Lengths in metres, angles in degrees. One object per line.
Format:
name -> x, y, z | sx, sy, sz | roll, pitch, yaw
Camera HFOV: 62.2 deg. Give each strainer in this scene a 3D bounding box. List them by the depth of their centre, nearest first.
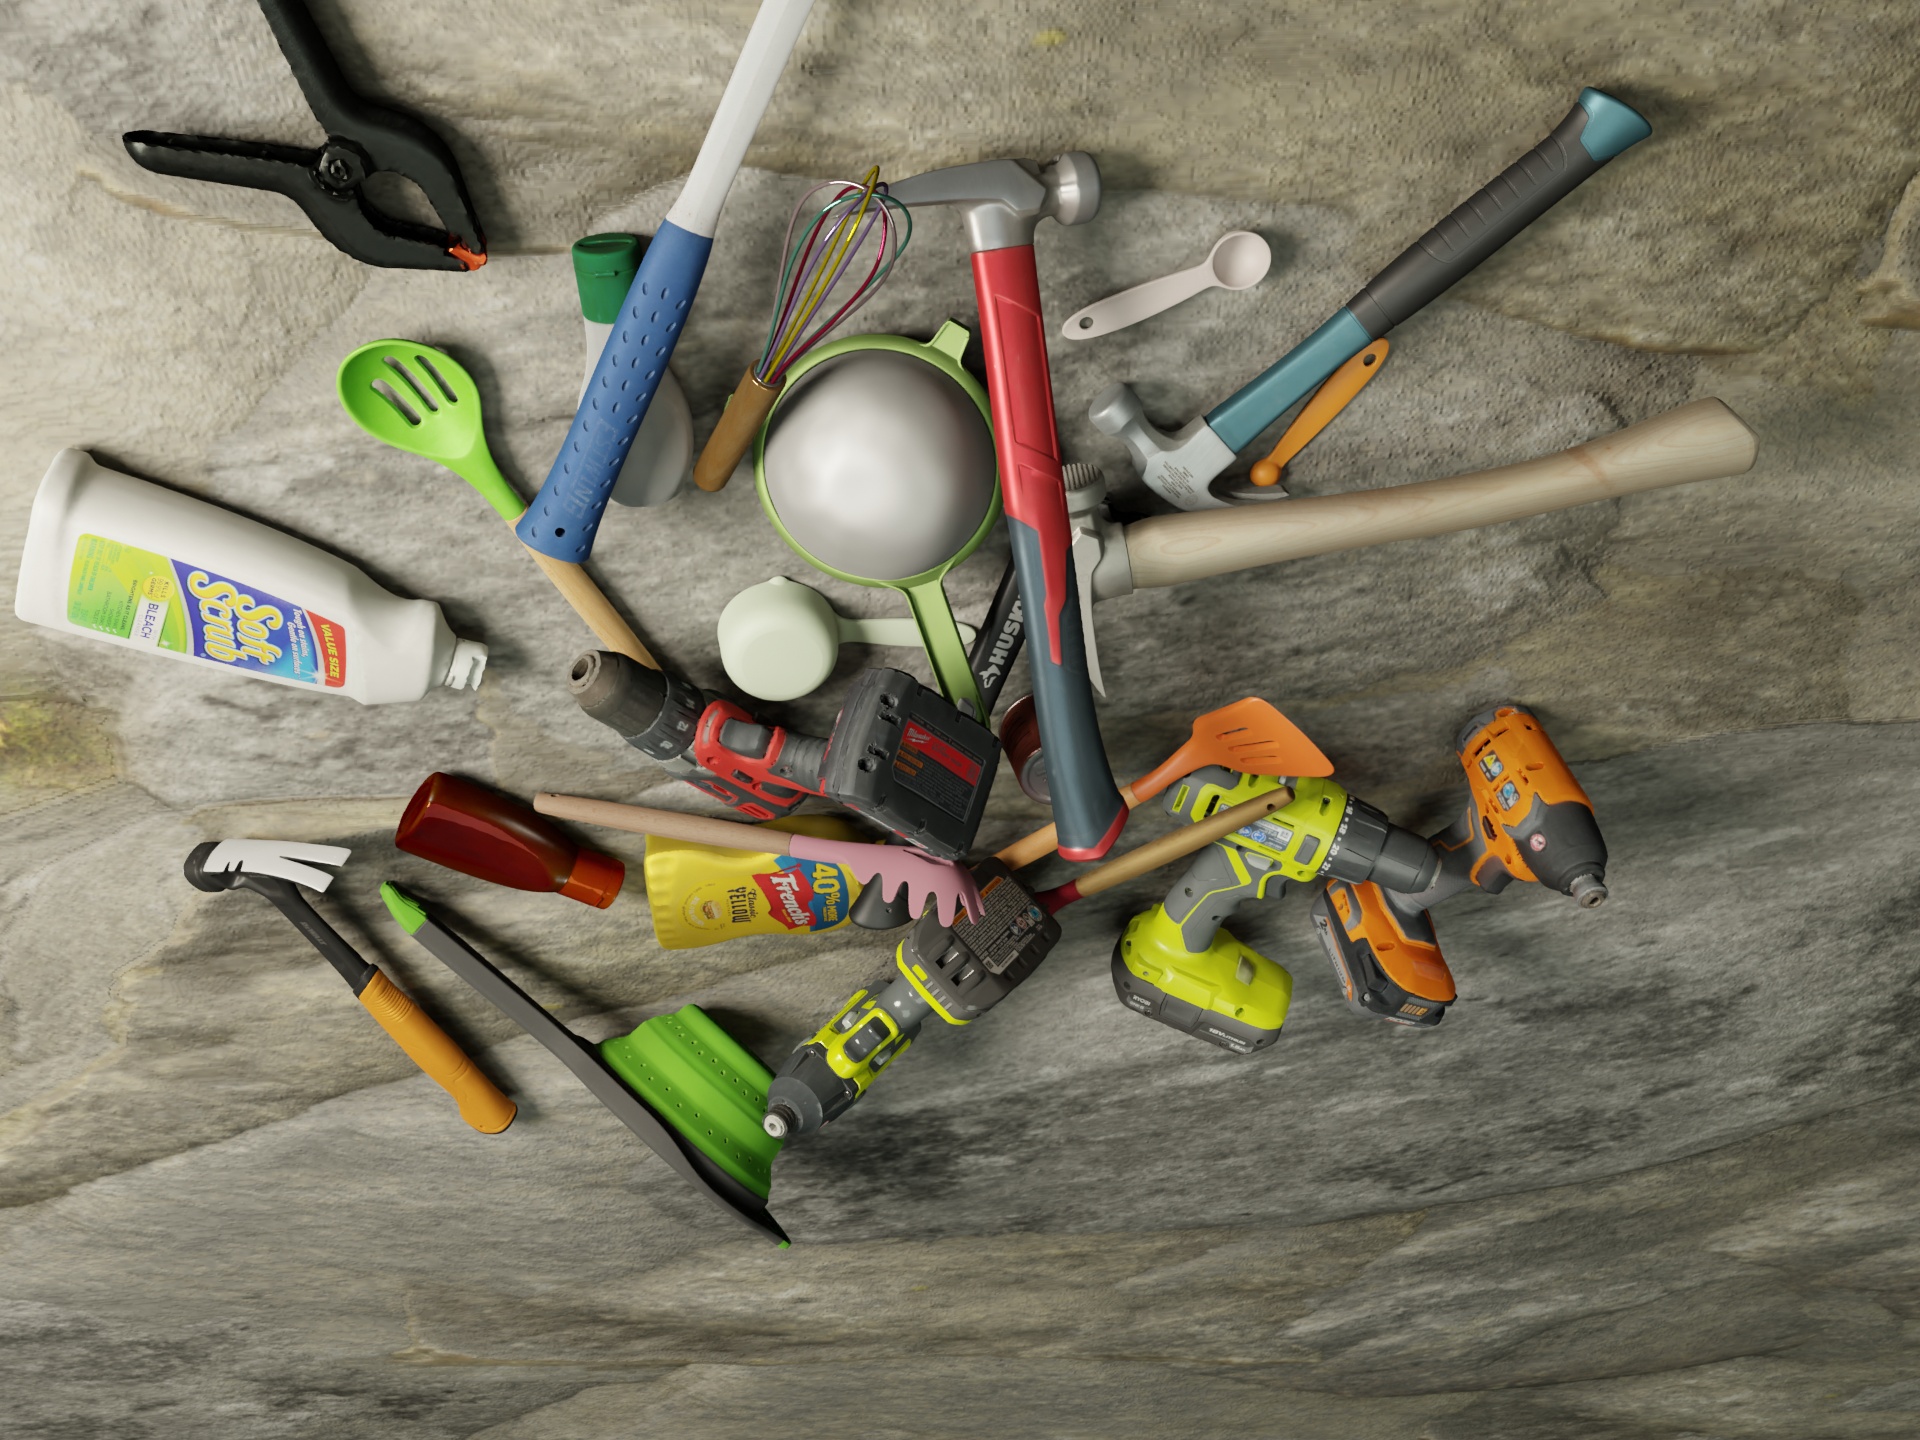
strainer -> -0.033, -0.091, 0.918 | 0.151, 0.069, 0.256 | -15, 109, 12

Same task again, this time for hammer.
hammer -> -0.127, -0.257, 0.805 | 0.144, 0.035, 0.405 | 18, 116, -27
hammer -> 0.030, -0.103, 0.872 | 0.143, 0.038, 0.386 | -14, 106, -19
hammer -> 0.239, -0.237, 0.910 | 0.331, 0.033, 0.128 | -38, 117, 19
hammer -> 0.260, -0.115, 0.945 | 0.410, 0.038, 0.146 | -10, 122, 3
hammer -> -0.002, -0.003, 1.029 | 0.146, 0.035, 0.334 | 16, 114, -19
hammer -> -0.409, 0.202, 1.148 | 0.127, 0.034, 0.336 | 0, 137, 25

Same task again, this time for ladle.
ladle -> 0.104, 0.109, 1.122 | 0.315, 0.031, 0.069 | -30, 114, 37

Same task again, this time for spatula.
spatula -> 0.101, 0.065, 1.084 | 0.322, 0.041, 0.081 | -31, 119, 34

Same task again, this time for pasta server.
pasta server -> -0.136, 0.085, 1.047 | 0.316, 0.060, 0.040 | 9, 100, 13

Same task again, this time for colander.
colander -> -0.247, 0.225, 1.171 | 0.396, 0.204, 0.094 | 46, 76, -18

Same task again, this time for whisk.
whisk -> -0.091, -0.196, 0.830 | 0.051, 0.047, 0.245 | -4, 155, -32

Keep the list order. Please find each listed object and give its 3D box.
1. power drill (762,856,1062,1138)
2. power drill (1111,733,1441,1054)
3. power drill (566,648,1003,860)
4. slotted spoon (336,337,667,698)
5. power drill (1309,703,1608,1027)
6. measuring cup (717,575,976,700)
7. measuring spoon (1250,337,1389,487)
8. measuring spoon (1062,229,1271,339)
power drill -> -0.043, 0.205, 1.126 | 0.080, 0.171, 0.223 | 47, 123, 5
power drill -> 0.217, 0.131, 1.145 | 0.190, 0.080, 0.228 | 22, 127, 6
power drill -> -0.110, 0.012, 0.955 | 0.227, 0.080, 0.187 | 4, 159, 41
slotted spoon -> -0.253, -0.105, 0.951 | 0.070, 0.031, 0.313 | -25, 129, 11
power drill -> 0.360, 0.120, 1.135 | 0.084, 0.164, 0.226 | 16, 126, -26
measuring cup -> -0.070, -0.047, 1.016 | 0.167, 0.038, 0.083 | 0, 128, -10
measuring spoon -> 0.219, -0.185, 0.967 | 0.021, 0.011, 0.117 | 26, 121, -26
measuring spoon -> 0.115, -0.247, 0.905 | 0.124, 0.018, 0.034 | -19, 129, 15
